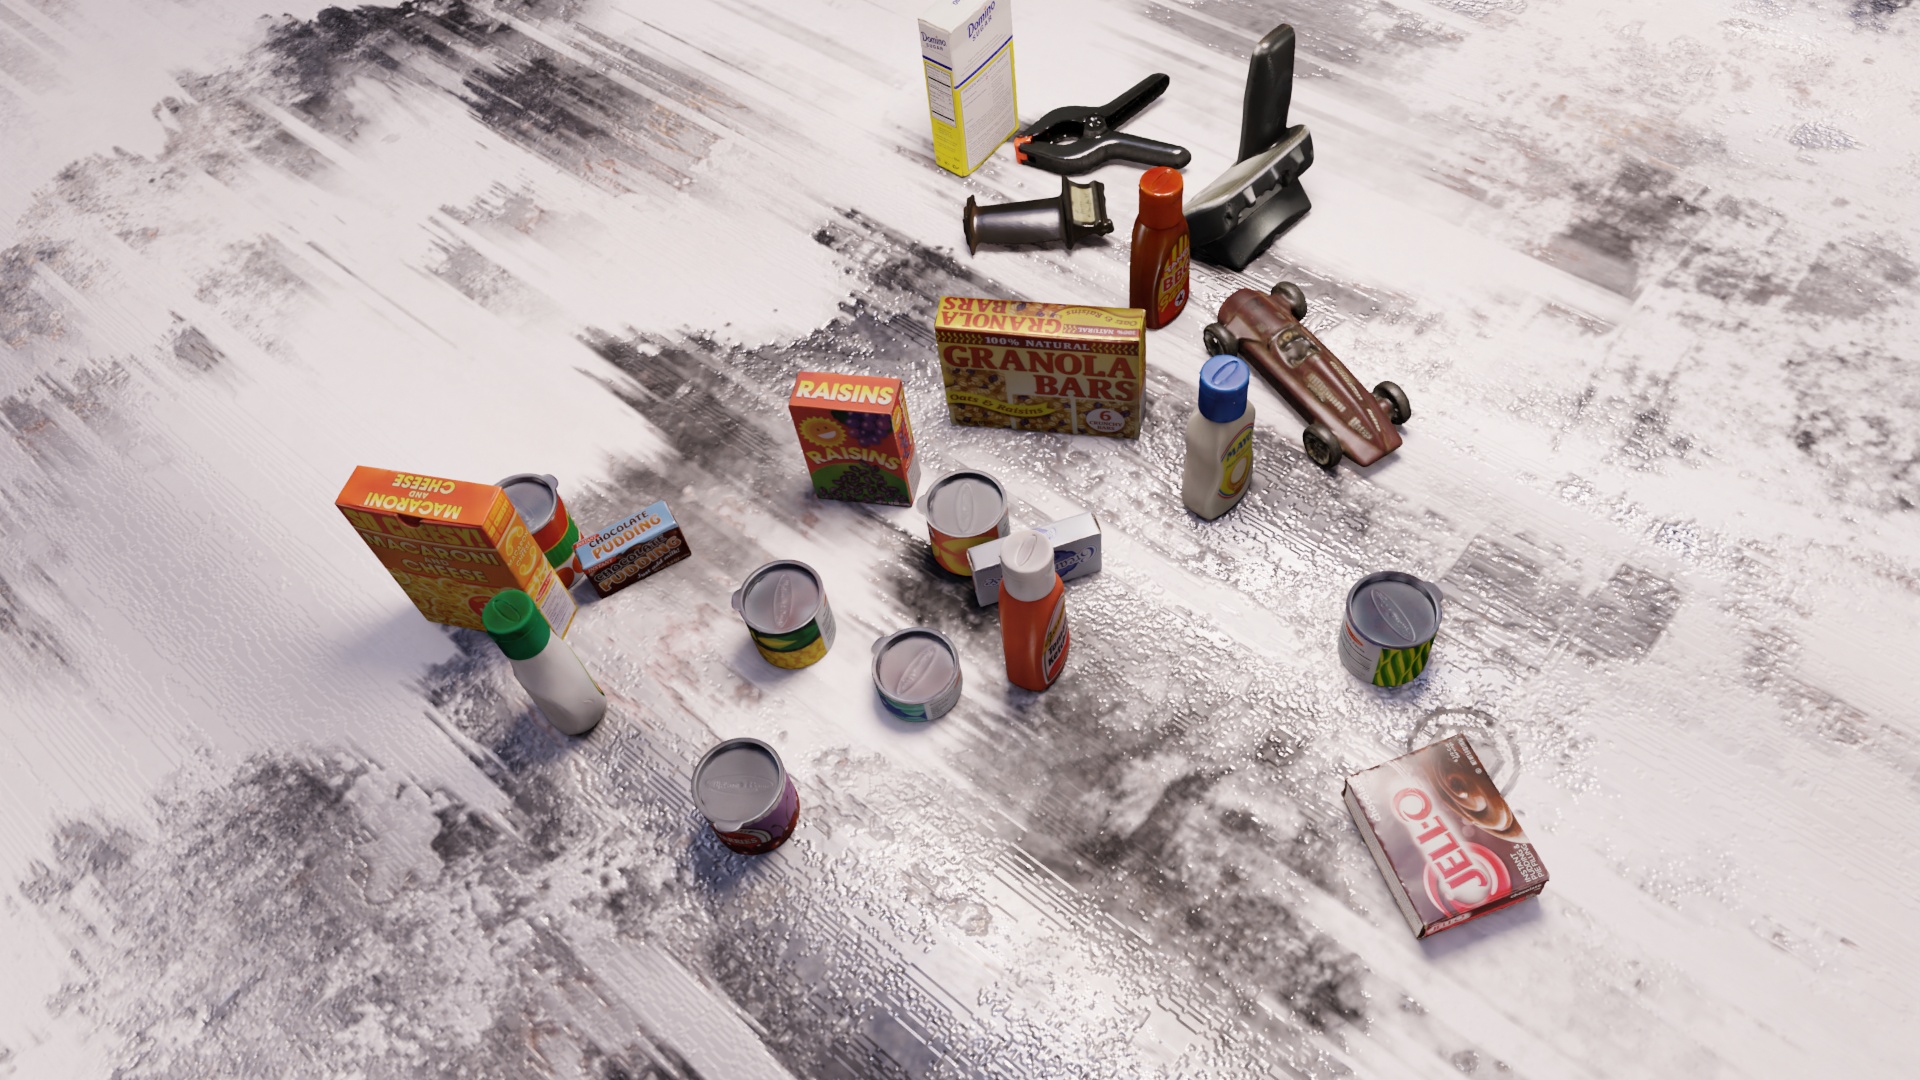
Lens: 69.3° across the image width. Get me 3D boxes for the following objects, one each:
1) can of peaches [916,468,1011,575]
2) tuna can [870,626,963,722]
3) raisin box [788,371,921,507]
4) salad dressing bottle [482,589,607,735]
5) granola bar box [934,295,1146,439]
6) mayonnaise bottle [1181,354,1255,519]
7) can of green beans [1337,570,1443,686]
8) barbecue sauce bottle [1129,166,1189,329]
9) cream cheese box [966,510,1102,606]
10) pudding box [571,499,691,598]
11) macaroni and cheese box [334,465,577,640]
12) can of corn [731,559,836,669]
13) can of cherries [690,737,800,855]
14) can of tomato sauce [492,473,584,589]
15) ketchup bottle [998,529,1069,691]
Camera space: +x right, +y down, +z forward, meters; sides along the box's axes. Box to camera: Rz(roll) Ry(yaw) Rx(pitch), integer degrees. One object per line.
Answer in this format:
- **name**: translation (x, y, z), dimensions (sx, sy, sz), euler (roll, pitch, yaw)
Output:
- **can of peaches**: translation (0.004, -0.014, 1.102), dimensions (0.071, 0.057, 0.071), euler (-3, 55, 5)
- **tuna can**: translation (-0.034, 0.100, 1.043), dimensions (0.071, 0.032, 0.071), euler (-3, 55, 5)
- **raisin box**: translation (-0.083, -0.081, 1.120), dimensions (0.086, 0.122, 0.040), euler (6, 57, 12)
- **salad dressing bottle**: translation (-0.304, 0.090, 1.015), dimensions (0.064, 0.147, 0.044), euler (32, 65, 25)
- **granola bar box**: translation (0.068, -0.140, 1.141), dimensions (0.165, 0.123, 0.039), euler (6, 57, 11)
- **mayonnaise bottle**: translation (0.200, -0.080, 1.068), dimensions (0.041, 0.147, 0.065), euler (36, 67, 27)
- **can of green beans**: translation (0.310, 0.065, 1.008), dimensions (0.071, 0.057, 0.071), euler (-3, 55, 5)
- **barbecue sauce bottle**: translation (0.171, -0.252, 1.190), dimensions (0.044, 0.147, 0.065), euler (30, 64, 24)
- **cream cheese box**: translation (0.058, 0.015, 1.078), dimensions (0.104, 0.053, 0.024), euler (-17, 55, -5)
- **pudding box**: translation (-0.266, 0.007, 1.127), dimensions (0.084, 0.049, 0.030), euler (-27, 57, -11)
- **macaroni and cheese box**: translation (-0.382, 0.014, 1.066), dimensions (0.124, 0.165, 0.040), euler (8, 57, 13)
- **can of corn**: translation (-0.135, 0.058, 1.070), dimensions (0.071, 0.058, 0.071), euler (-3, 55, 5)
- **can of cherries**: translation (-0.152, 0.184, 0.984), dimensions (0.071, 0.058, 0.072), euler (-3, 55, 5)
- **can of tomato sauce**: translation (-0.343, -0.005, 1.125), dimensions (0.071, 0.082, 0.071), euler (-3, 55, 5)
- **ketchup bottle**: translation (0.051, 0.048, 0.998), dimensions (0.043, 0.148, 0.065), euler (16, 59, 18)
